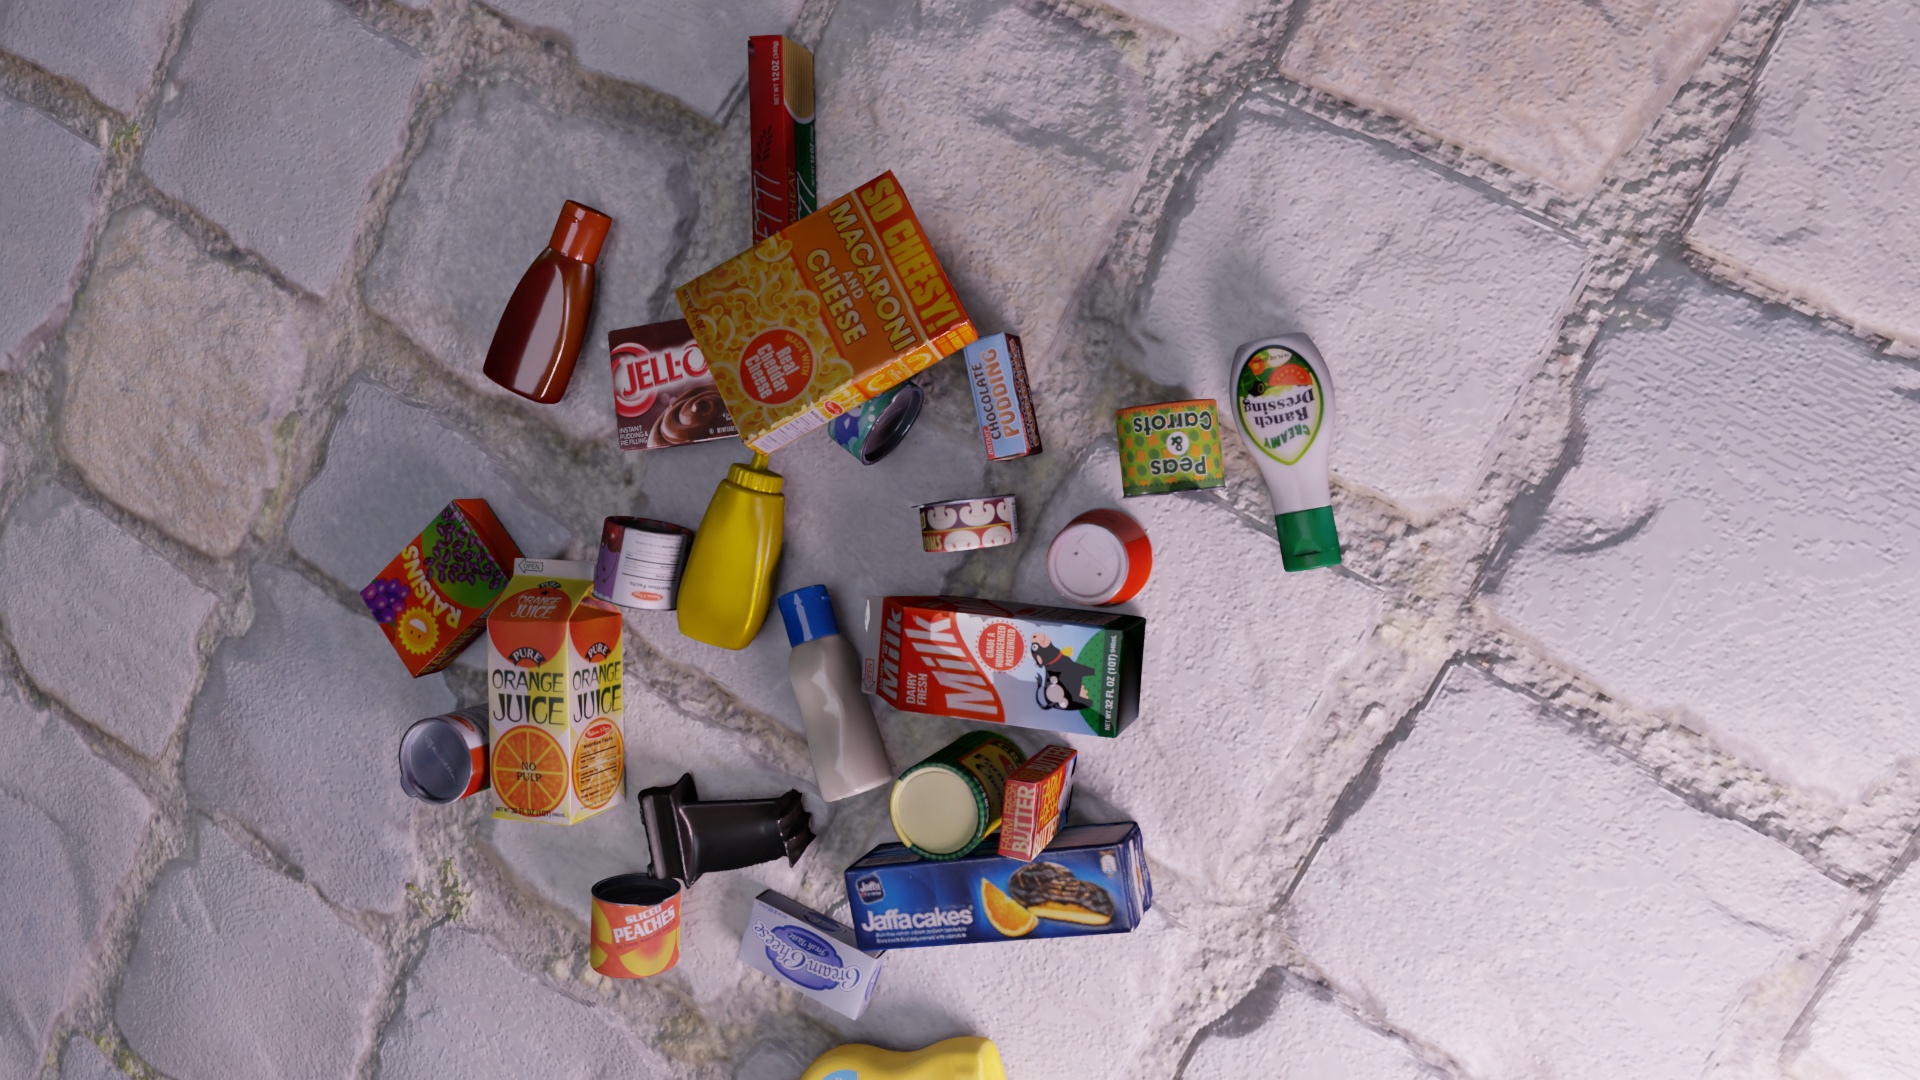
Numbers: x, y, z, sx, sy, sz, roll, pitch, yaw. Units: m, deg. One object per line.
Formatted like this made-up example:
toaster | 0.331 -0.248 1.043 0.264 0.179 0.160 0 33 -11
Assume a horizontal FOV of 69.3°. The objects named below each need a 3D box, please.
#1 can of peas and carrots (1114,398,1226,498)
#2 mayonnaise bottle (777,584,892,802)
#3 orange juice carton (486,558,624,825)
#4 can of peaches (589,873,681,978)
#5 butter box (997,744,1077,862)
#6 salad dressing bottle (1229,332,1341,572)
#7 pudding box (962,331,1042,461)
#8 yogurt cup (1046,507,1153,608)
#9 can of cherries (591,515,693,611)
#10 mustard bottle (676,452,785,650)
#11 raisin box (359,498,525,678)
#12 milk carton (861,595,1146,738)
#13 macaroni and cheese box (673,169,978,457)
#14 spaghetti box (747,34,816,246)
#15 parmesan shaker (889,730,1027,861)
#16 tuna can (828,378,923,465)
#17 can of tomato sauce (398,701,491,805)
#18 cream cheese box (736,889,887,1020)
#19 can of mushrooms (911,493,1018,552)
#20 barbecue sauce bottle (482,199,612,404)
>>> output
can of peas and carrots | 0.134 -0.058 0.888 0.071 0.071 0.058 -6 91 19
mayonnaise bottle | -0.092 0.106 0.982 0.041 0.065 0.148 -20 83 23
orange juice carton | -0.304 0.110 1.047 0.072 0.073 0.192 1 93 19
can of peaches | -0.242 0.288 1.038 0.071 0.071 0.058 5 96 19
butter box | 0.052 0.171 0.912 0.024 0.103 0.053 8 96 18
salad dressing bottle | 0.210 -0.055 0.876 0.064 0.044 0.147 -11 90 21
pudding box | 0.028 -0.096 0.933 0.030 0.050 0.083 -11 89 18
yogurt cup | 0.089 0.013 0.916 0.072 0.054 0.072 1 94 18
can of cherries | -0.235 0.016 1.023 0.071 0.071 0.058 13 97 18
mustard bottle | -0.157 -0.003 1.002 0.065 0.049 0.160 18 98 7
raisin box | -0.404 0.038 1.095 0.123 0.040 0.086 -40 81 18
milk carton | 0.022 0.080 0.933 0.190 0.073 0.072 6 96 19
macaroni and cheese box | -0.089 -0.150 0.917 0.166 0.040 0.124 -28 75 6
spaghetti box | -0.123 -0.223 0.978 0.028 0.050 0.249 0 93 20
parmesan shaker | 0.002 0.172 0.929 0.071 0.103 0.071 1 94 19
tuna can | -0.058 -0.089 0.953 0.033 0.071 0.071 37 104 14
can of tomato sauce | -0.378 0.163 1.070 0.071 0.083 0.071 1 94 19
cream cheese box | -0.109 0.303 1.017 0.104 0.024 0.053 21 101 17
can of mushrooms | 0.003 -0.012 0.937 0.071 0.071 0.033 -5 94 19
barbecue sauce bottle | -0.306 -0.181 1.047 0.065 0.044 0.148 27 101 15
